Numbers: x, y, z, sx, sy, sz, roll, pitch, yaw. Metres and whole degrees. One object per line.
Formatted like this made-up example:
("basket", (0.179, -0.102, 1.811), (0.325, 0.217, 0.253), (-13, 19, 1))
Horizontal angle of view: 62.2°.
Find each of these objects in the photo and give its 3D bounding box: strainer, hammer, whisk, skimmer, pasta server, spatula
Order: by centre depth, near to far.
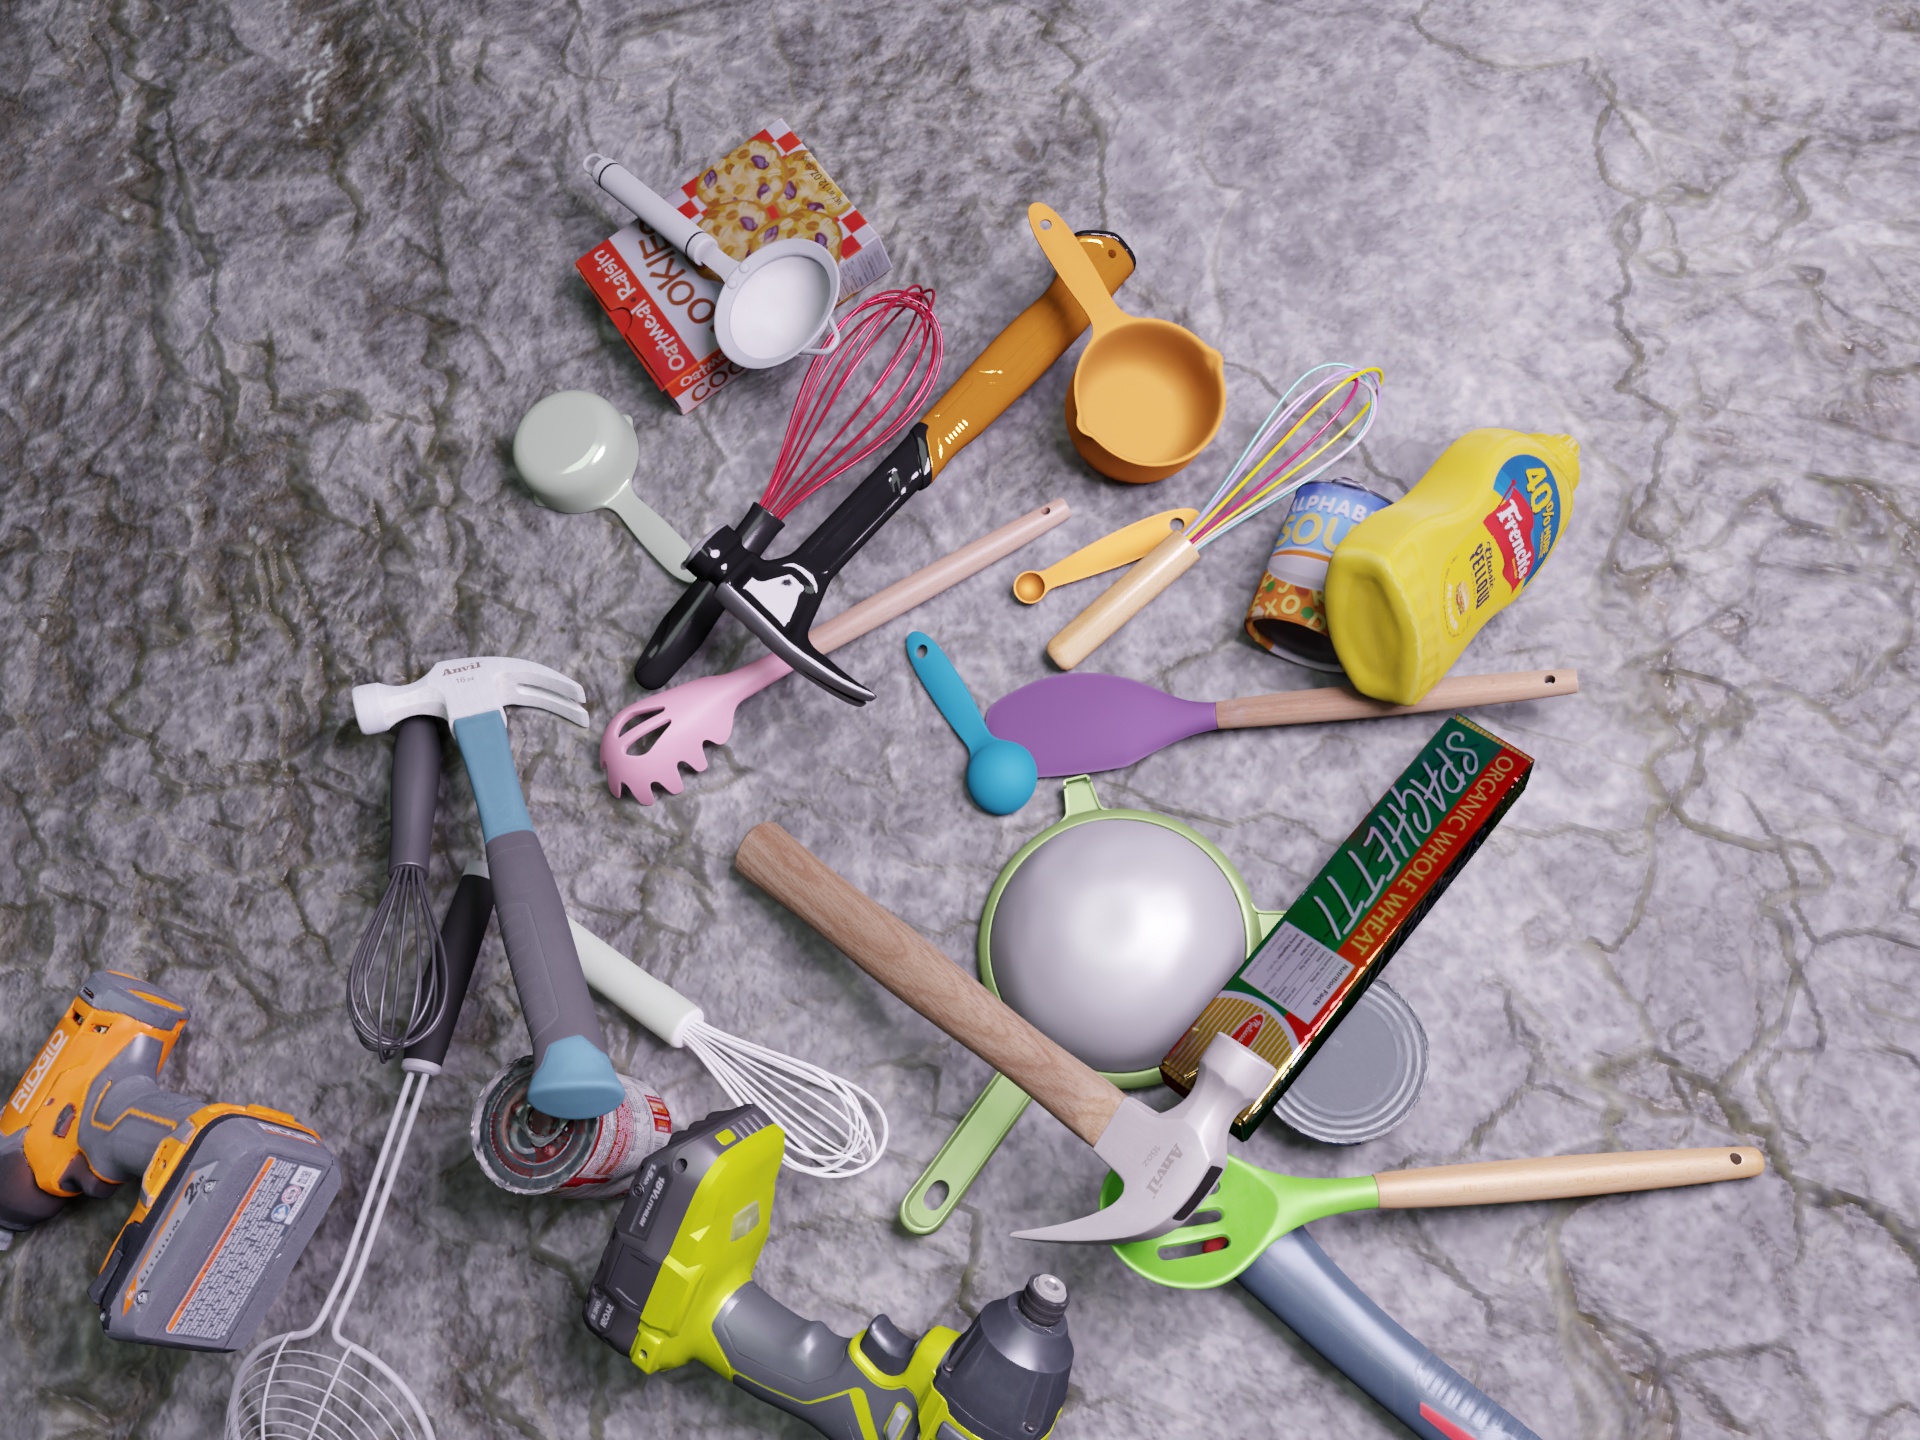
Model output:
("hammer", (0.263, 0.365, 0.708), (0.386, 0.038, 0.143), (36, 84, 21))
("hammer", (-0.007, 0.141, 0.797), (0.332, 0.031, 0.130), (31, 87, 38))
("strainer", (0.046, 0.152, 0.812), (0.151, 0.069, 0.256), (34, 80, 21))
("spatula", (0.164, -0.007, 0.856), (0.316, 0.018, 0.060), (-5, 72, 18))
("hammer", (-0.241, 0.077, 0.858), (0.128, 0.033, 0.331), (-15, 46, -17))
("whisk", (-0.142, 0.171, 0.866), (0.246, 0.057, 0.059), (30, 46, 23))
("skimmer", (-0.303, 0.259, 0.876), (0.127, 0.090, 0.364), (2, 62, 17))
("whisk", (0.143, -0.116, 0.895), (0.245, 0.047, 0.051), (-41, 94, 1))
("whisk", (-0.316, 0.084, 0.905), (0.055, 0.055, 0.239), (-16, 51, 7))
("hammer", (-0.002, -0.163, 0.919), (0.127, 0.034, 0.337), (43, 71, -7))
("pasta server", (-0.075, -0.047, 0.933), (0.316, 0.040, 0.060), (-29, 68, -3))
("whisk", (-0.103, -0.140, 0.954), (0.073, 0.073, 0.296), (35, 88, 21))
("strainer", (-0.152, -0.287, 0.979), (0.259, 0.050, 0.087), (42, 93, 23))

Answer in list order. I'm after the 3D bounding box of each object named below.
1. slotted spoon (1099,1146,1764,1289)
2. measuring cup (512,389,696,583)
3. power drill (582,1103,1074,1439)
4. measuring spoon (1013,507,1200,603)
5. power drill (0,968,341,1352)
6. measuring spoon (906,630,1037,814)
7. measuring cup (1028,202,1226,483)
("slotted spoon", (0.221, 0.222, 0.748), (0.313, 0.031, 0.070), (-5, 58, -1))
("measuring cup", (-0.217, -0.144, 0.989), (0.083, 0.038, 0.168), (-44, 66, -4))
("power drill", (-0.059, 0.290, 0.762), (0.223, 0.080, 0.171), (29, 106, 20))
("measuring spoon", (0.085, -0.096, 0.923), (0.117, 0.011, 0.021), (-23, 79, 0))
("power drill", (-0.452, 0.249, 0.865), (0.227, 0.084, 0.164), (20, 77, 37))
("measuring spoon", (-0.001, -0.003, 0.898), (0.042, 0.021, 0.129), (-39, 65, 15))
("measuring cup", (0.083, -0.216, 0.919), (0.095, 0.052, 0.174), (-29, 83, -11))
